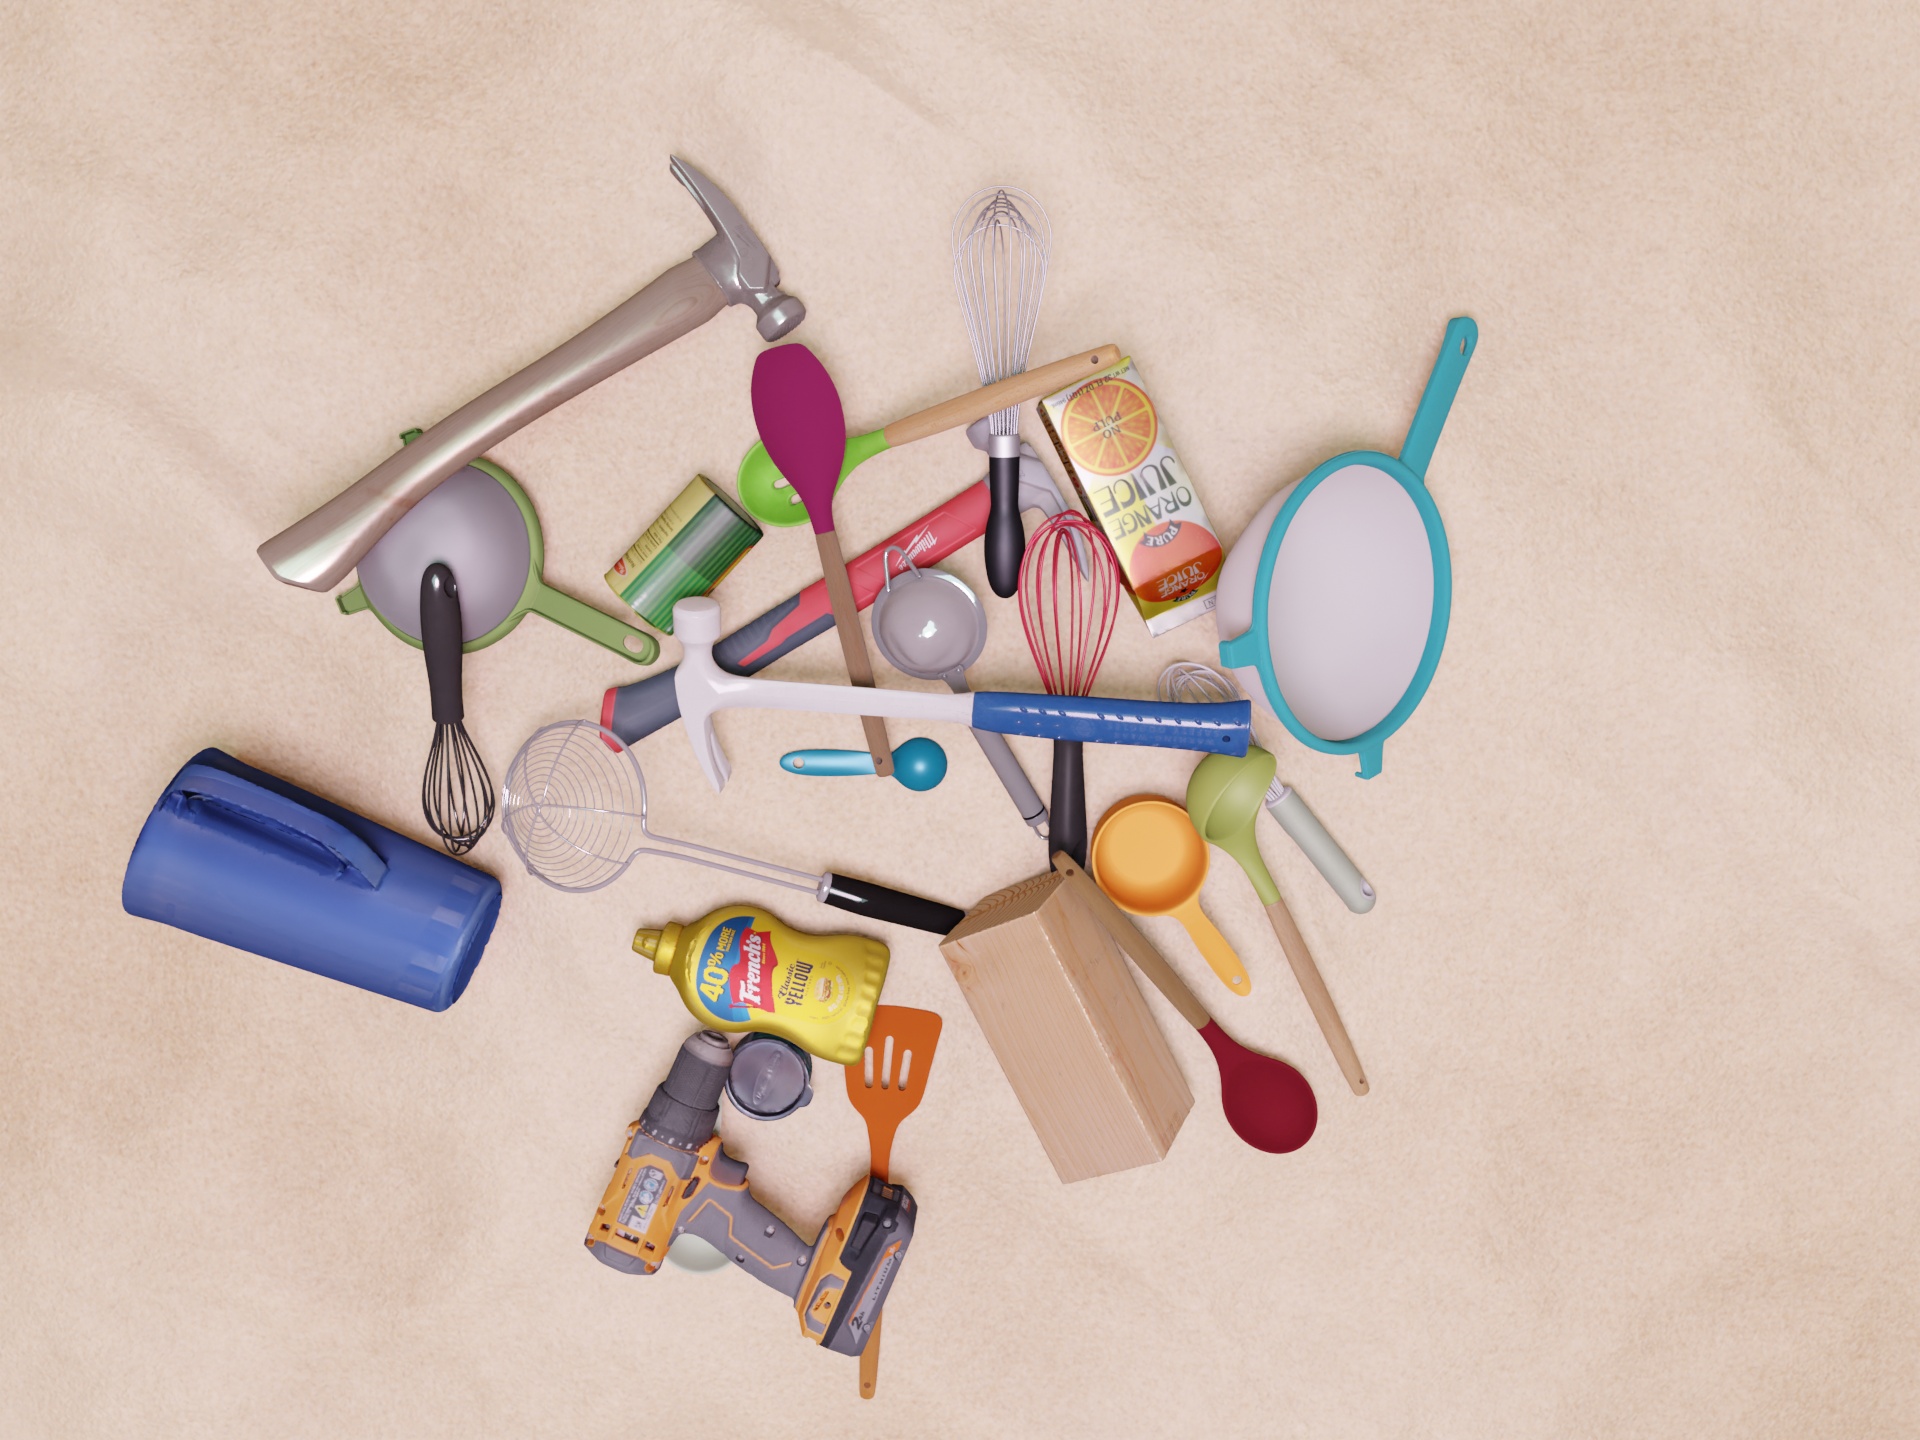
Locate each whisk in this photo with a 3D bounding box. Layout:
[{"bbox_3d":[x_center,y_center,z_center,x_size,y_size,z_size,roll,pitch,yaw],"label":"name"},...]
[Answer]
[{"bbox_3d":[0.234,0.052,1.199,0.059,0.058,0.246,-33,101,39],"label":"whisk"},{"bbox_3d":[-0.370,-0.005,1.158,0.055,0.055,0.238,5,119,0],"label":"whisk"},{"bbox_3d":[0.080,-0.010,1.162,0.073,0.073,0.295,-1,113,1],"label":"whisk"},{"bbox_3d":[0.032,-0.226,1.115,0.070,0.070,0.284,-1,106,1],"label":"whisk"}]

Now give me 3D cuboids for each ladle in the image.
[{"bbox_3d":[0.250,0.157,1.181,0.078,0.062,0.320,-36,110,-23],"label":"ladle"},{"bbox_3d":[0.166,0.211,1.198,0.069,0.031,0.315,-38,108,7],"label":"ladle"}]

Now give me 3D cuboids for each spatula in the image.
[{"bbox_3d":[-0.064,0.384,1.256,0.081,0.041,0.322,4,102,1],"label":"spatula"}]

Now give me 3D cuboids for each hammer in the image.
[{"bbox_3d":[-0.314,-0.232,1.116,0.410,0.038,0.146,-37,95,-11],"label":"hammer"},{"bbox_3d":[-0.094,-0.073,1.186,0.386,0.038,0.143,-31,98,4],"label":"hammer"},{"bbox_3d":[-0.002,-0.004,1.124,0.405,0.035,0.144,4,117,6],"label":"hammer"}]

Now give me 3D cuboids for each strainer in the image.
[{"bbox_3d":[0.276,-0.142,1.145,0.210,0.095,0.340,34,75,-37],"label":"strainer"},{"bbox_3d":[0.008,-0.011,1.171,0.087,0.050,0.258,-23,113,21],"label":"strainer"},{"bbox_3d":[-0.338,-0.100,1.146,0.256,0.069,0.151,26,97,9],"label":"strainer"}]

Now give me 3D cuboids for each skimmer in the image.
[{"bbox_3d":[-0.164,0.100,1.200,0.363,0.090,0.127,17,98,-16],"label":"skimmer"}]

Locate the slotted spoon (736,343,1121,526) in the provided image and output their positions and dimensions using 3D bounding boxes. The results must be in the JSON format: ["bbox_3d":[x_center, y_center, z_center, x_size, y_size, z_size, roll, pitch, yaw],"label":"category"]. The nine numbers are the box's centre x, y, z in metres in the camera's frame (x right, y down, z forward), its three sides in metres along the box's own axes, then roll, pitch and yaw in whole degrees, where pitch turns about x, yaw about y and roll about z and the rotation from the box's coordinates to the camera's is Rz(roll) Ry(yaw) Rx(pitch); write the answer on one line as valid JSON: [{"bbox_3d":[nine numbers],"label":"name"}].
[{"bbox_3d":[-0.028,-0.204,1.110,0.314,0.031,0.070,-15,98,31],"label":"slotted spoon"}]

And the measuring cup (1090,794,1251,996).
[{"bbox_3d":[0.165,0.133,1.204,0.095,0.052,0.173,-35,98,5],"label":"measuring cup"}]

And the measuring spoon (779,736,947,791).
[{"bbox_3d":[-0.074,0.034,1.207,0.128,0.021,0.042,1,98,-1],"label":"measuring spoon"}]

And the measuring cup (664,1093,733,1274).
[{"bbox_3d":[-0.198,0.346,1.245,0.083,0.038,0.167,4,94,-2],"label":"measuring cup"}]

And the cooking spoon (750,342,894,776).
[{"bbox_3d":[-0.091,-0.111,1.146,0.069,0.017,0.318,-9,103,21],"label":"cooking spoon"}]

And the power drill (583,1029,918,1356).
[{"bbox_3d":[-0.146,0.351,1.190,0.226,0.084,0.185,23,92,1],"label":"power drill"}]
